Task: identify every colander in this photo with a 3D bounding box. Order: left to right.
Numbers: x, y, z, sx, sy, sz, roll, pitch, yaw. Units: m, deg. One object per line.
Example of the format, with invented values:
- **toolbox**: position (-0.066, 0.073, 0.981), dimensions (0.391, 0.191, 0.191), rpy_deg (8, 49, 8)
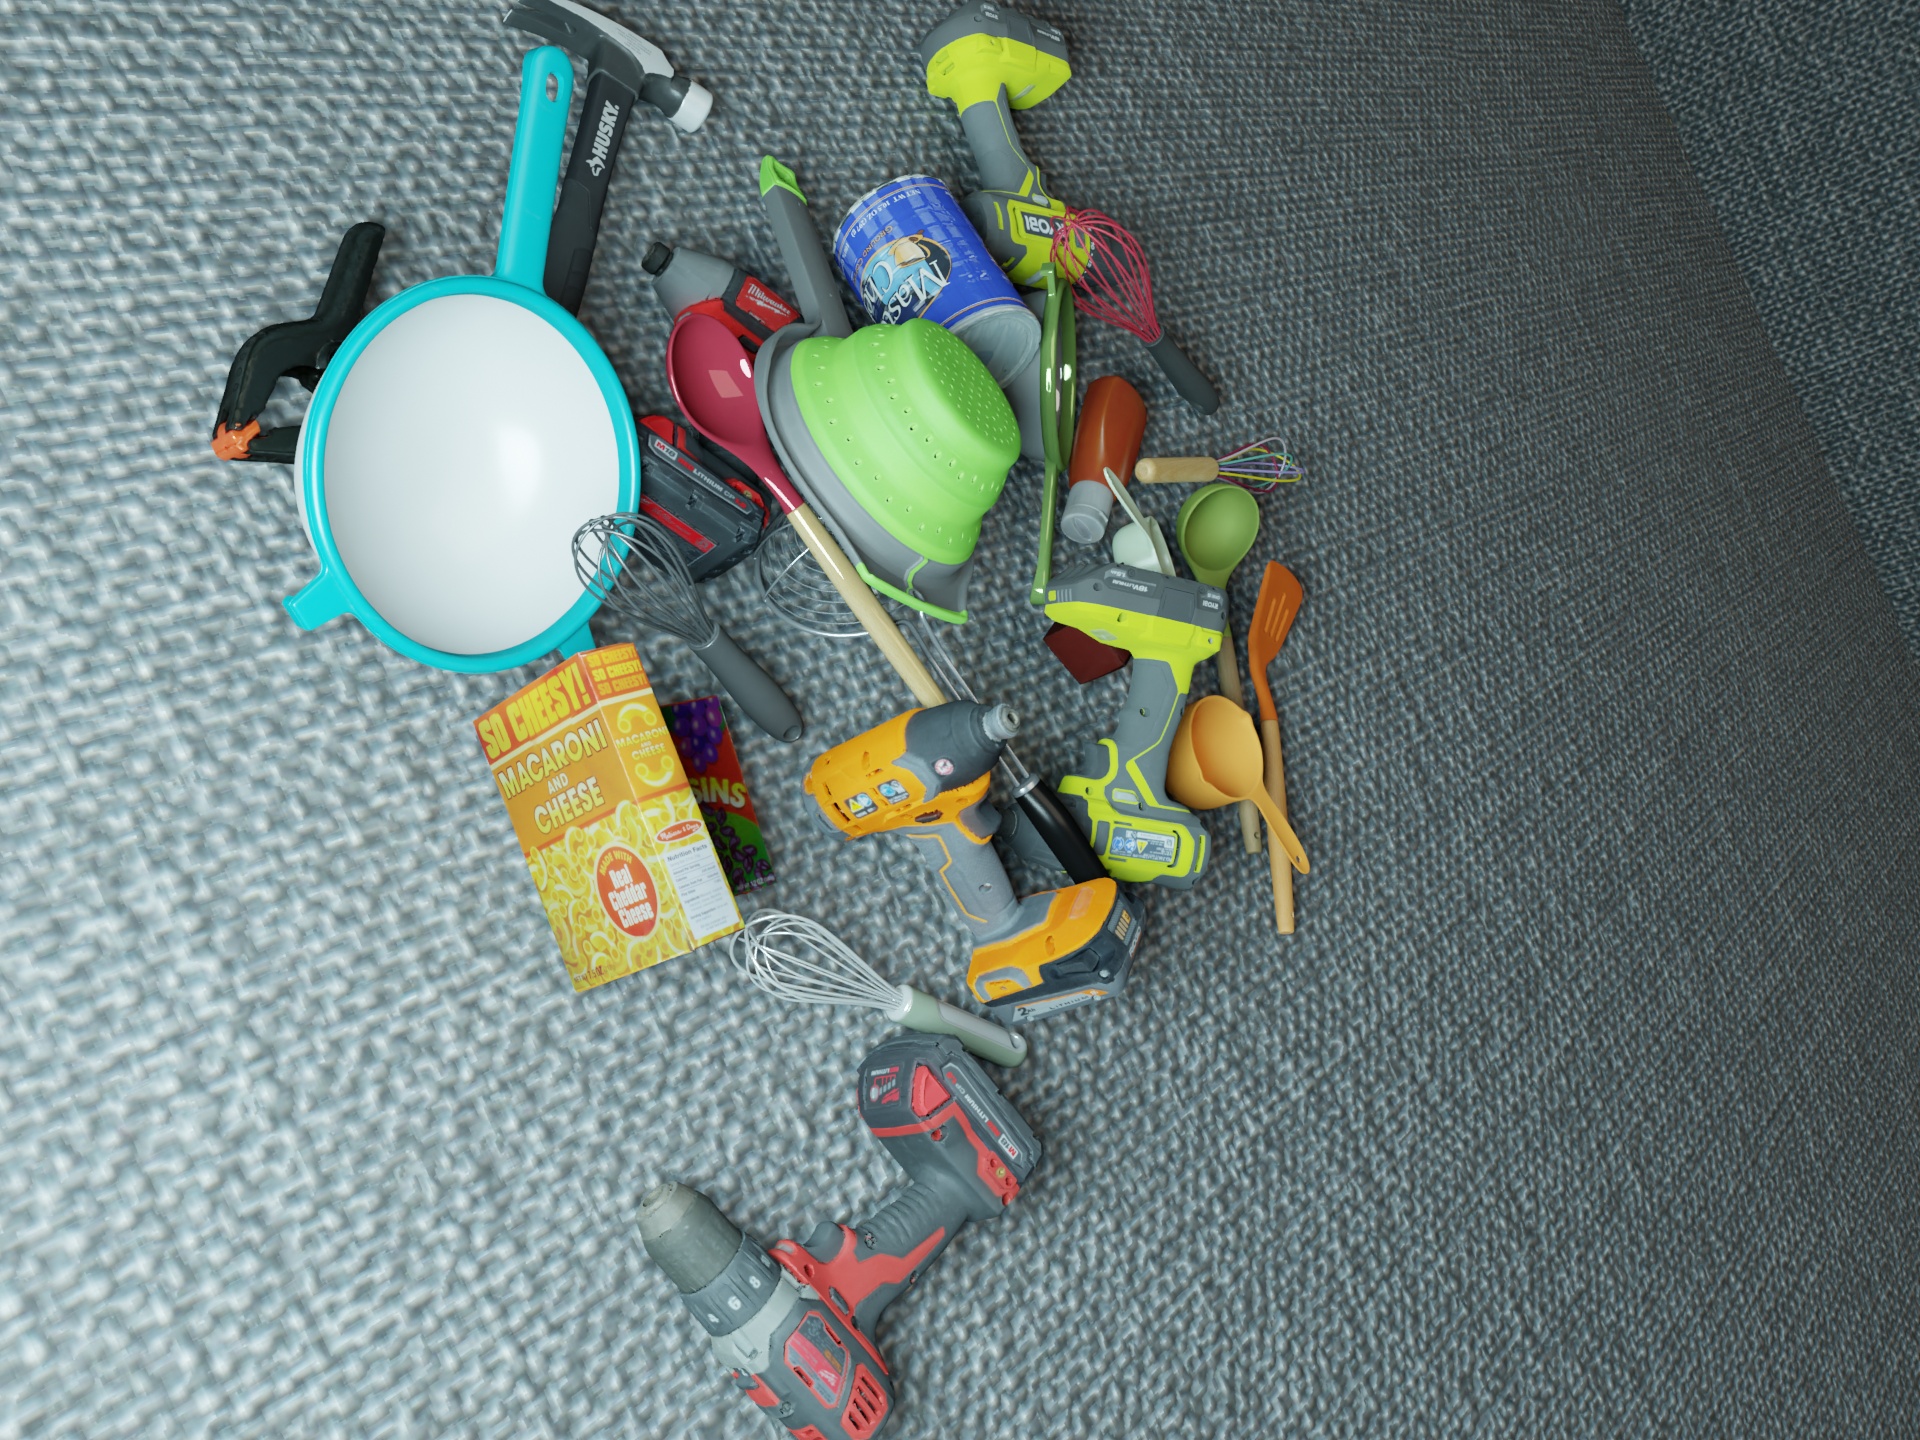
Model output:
- **colander**: position (-0.052, -0.256, 1.054), dimensions (0.204, 0.094, 0.397), rpy_deg (20, 43, -51)

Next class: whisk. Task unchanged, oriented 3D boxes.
- **whisk**: position (-0.156, -0.048, 0.958), dimensions (0.238, 0.055, 0.055), rpy_deg (52, 41, -50)
- **whisk**: position (-0.045, 0.177, 1.019), dimensions (0.246, 0.059, 0.058), rpy_deg (30, 28, -35)
- **whisk**: position (0.155, -0.339, 1.355), dimensions (0.295, 0.073, 0.073), rpy_deg (34, 51, -51)
- **whisk**: position (0.229, -0.224, 1.411), dimensions (0.245, 0.051, 0.047), rpy_deg (-11, 77, -47)

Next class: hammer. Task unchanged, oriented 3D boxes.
- **hammer**: position (-0.253, -0.333, 1.033), dimensions (0.146, 0.035, 0.335), rpy_deg (26, 54, -32)

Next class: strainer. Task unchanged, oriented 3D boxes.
- **strainer**: position (-0.275, -0.199, 0.878), dimensions (0.210, 0.095, 0.340), rpy_deg (9, 90, -53)
- **strainer**: position (0.047, -0.219, 1.250), dimensions (0.151, 0.069, 0.256), rpy_deg (27, 66, -79)

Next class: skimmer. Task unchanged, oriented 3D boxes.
- **skimmer**: position (-0.002, -0.004, 1.097), dimensions (0.127, 0.090, 0.363), rpy_deg (-40, 103, -23)

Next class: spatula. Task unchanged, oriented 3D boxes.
- **spatula**: position (0.276, 0.023, 1.369), dimensions (0.081, 0.041, 0.323), rpy_deg (27, 57, -53)

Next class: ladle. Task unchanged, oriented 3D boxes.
- **ladle**: position (-0.087, -0.113, 1.001), dimensions (0.315, 0.031, 0.069), rpy_deg (55, 48, -13)
- **ladle**: position (0.234, -0.047, 1.351), dimensions (0.078, 0.062, 0.320), rpy_deg (1, 75, -26)

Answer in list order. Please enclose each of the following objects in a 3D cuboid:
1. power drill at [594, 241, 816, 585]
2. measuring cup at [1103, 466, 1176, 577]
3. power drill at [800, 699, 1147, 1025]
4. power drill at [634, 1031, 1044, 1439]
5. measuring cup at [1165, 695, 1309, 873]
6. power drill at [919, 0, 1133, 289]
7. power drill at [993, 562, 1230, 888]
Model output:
- **power drill**: position (-0.170, -0.211, 1.043), dimensions (0.143, 0.078, 0.220), rpy_deg (35, 50, -28)
- **measuring cup**: position (0.132, -0.146, 1.269), dimensions (0.167, 0.038, 0.083), rpy_deg (47, 30, -51)
- **power drill**: position (0.022, 0.085, 1.032), dimensions (0.226, 0.164, 0.084), rpy_deg (50, 40, -18)
- **power drill**: position (-0.070, 0.285, 0.934), dimensions (0.187, 0.080, 0.227), rpy_deg (52, 50, -13)
- **measuring cup**: position (0.221, 0.062, 1.298), dimensions (0.173, 0.052, 0.095), rpy_deg (54, 47, -14)
- **power drill**: position (0.058, -0.475, 1.352), dimensions (0.190, 0.080, 0.228), rpy_deg (-4, 79, -42)
- **power drill**: position (0.111, 0.004, 1.166), dimensions (0.171, 0.080, 0.223), rpy_deg (11, 86, -24)
